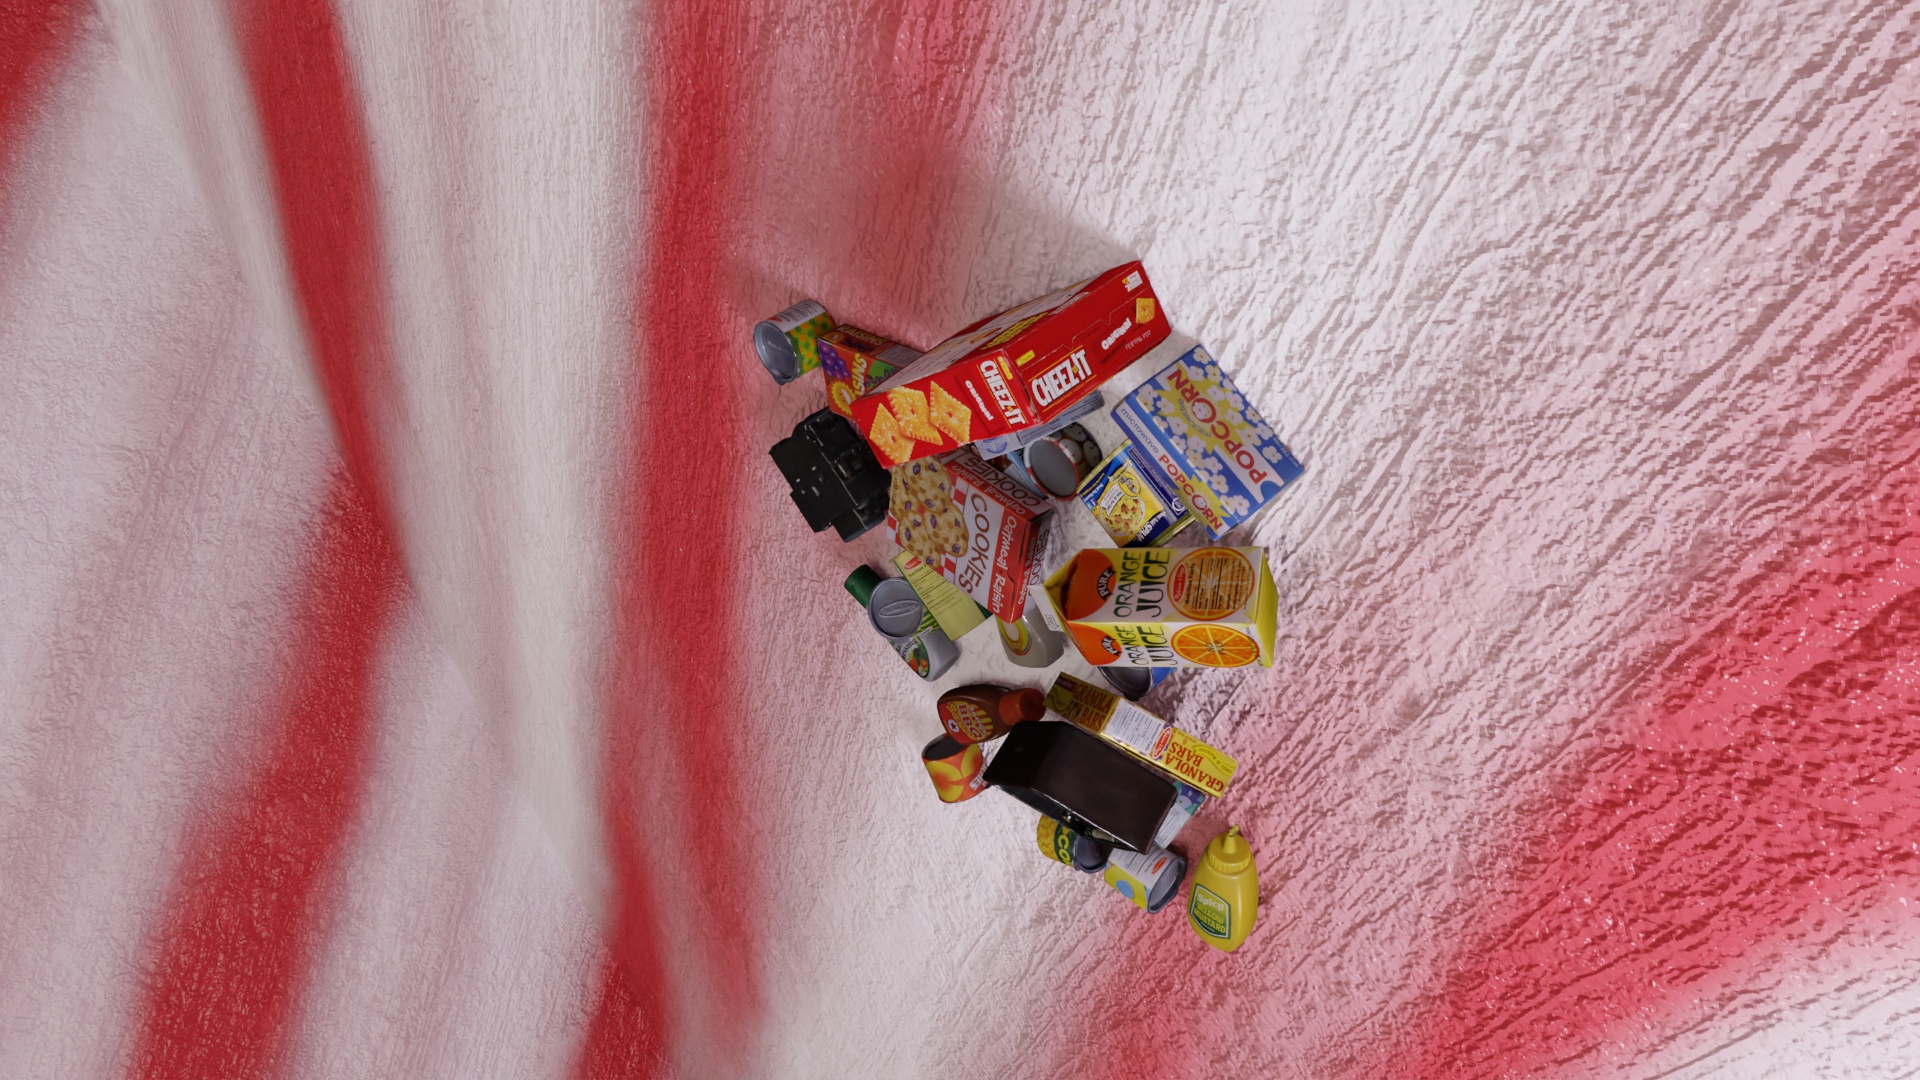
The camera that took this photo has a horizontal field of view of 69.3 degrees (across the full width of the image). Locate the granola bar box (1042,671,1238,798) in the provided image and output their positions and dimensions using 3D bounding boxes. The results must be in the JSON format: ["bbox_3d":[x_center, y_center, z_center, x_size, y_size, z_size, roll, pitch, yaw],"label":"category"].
[{"bbox_3d":[0.154,0.170,1.226,0.124,0.039,0.165,29,175,-12],"label":"granola bar box"}]

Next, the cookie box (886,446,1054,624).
[{"bbox_3d":[0.005,-0.016,1.284,0.168,0.040,0.122,35,136,30],"label":"cookie box"}]

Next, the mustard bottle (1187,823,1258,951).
[{"bbox_3d":[0.253,0.326,1.330,0.065,0.049,0.159,27,137,33],"label":"mustard bottle"}]

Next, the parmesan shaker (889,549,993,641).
[{"bbox_3d":[-0.015,0.044,1.401,0.103,0.071,0.071,55,146,-1],"label":"parmesan shaker"}]

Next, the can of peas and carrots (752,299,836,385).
[{"bbox_3d":[-0.163,-0.197,1.385,0.071,0.059,0.070,32,141,31],"label":"can of peas and carrots"}]

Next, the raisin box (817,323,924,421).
[{"bbox_3d":[-0.080,-0.151,1.340,0.123,0.040,0.085,26,137,37],"label":"raisin box"}]

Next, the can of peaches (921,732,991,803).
[{"bbox_3d":[-0.003,0.254,1.570,0.071,0.071,0.058,0,118,51],"label":"can of peaches"}]

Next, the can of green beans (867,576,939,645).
[{"bbox_3d":[-0.055,0.070,1.459,0.071,0.058,0.071,0,91,25],"label":"can of green beans"}]

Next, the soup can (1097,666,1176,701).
[{"bbox_3d":[0.165,0.088,1.202,0.071,0.084,0.071,32,140,31],"label":"soup can"}]

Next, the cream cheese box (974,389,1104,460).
[{"bbox_3d":[0.065,-0.099,1.147,0.053,0.104,0.024,-15,101,53],"label":"cream cheese box"}]

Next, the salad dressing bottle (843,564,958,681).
[{"bbox_3d":[-0.067,0.089,1.526,0.148,0.044,0.064,45,142,15],"label":"salad dressing bottle"}]

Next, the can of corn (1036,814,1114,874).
[{"bbox_3d":[0.121,0.312,1.461,0.058,0.071,0.071,8,125,48],"label":"can of corn"}]

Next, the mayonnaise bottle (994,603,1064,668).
[{"bbox_3d":[0.052,0.052,1.349,0.064,0.041,0.147,3,120,50],"label":"mayonnaise bottle"}]

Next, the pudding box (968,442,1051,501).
[{"bbox_3d":[0.050,-0.068,1.259,0.084,0.030,0.049,53,147,3],"label":"pudding box"}]

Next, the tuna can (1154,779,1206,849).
[{"bbox_3d":[0.202,0.258,1.322,0.033,0.071,0.070,39,144,14],"label":"tuna can"}]

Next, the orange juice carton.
[{"bbox_3d":[0.152,0.054,1.119,0.192,0.073,0.071,-1,145,24],"label":"orange juice carton"}]

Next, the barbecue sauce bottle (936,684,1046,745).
[{"bbox_3d":[0.035,0.182,1.481,0.148,0.044,0.065,-20,101,55],"label":"barbecue sauce bottle"}]

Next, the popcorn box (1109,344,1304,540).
[{"bbox_3d":[0.184,-0.074,1.038,0.127,0.085,0.038,51,147,5],"label":"popcorn box"}]

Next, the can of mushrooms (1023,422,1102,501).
[{"bbox_3d":[0.090,-0.068,1.207,0.071,0.033,0.070,31,139,32],"label":"can of mushrooms"}]

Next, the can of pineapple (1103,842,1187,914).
[{"bbox_3d":[0.187,0.335,1.405,0.058,0.071,0.070,30,139,33],"label":"can of pineapple"}]
